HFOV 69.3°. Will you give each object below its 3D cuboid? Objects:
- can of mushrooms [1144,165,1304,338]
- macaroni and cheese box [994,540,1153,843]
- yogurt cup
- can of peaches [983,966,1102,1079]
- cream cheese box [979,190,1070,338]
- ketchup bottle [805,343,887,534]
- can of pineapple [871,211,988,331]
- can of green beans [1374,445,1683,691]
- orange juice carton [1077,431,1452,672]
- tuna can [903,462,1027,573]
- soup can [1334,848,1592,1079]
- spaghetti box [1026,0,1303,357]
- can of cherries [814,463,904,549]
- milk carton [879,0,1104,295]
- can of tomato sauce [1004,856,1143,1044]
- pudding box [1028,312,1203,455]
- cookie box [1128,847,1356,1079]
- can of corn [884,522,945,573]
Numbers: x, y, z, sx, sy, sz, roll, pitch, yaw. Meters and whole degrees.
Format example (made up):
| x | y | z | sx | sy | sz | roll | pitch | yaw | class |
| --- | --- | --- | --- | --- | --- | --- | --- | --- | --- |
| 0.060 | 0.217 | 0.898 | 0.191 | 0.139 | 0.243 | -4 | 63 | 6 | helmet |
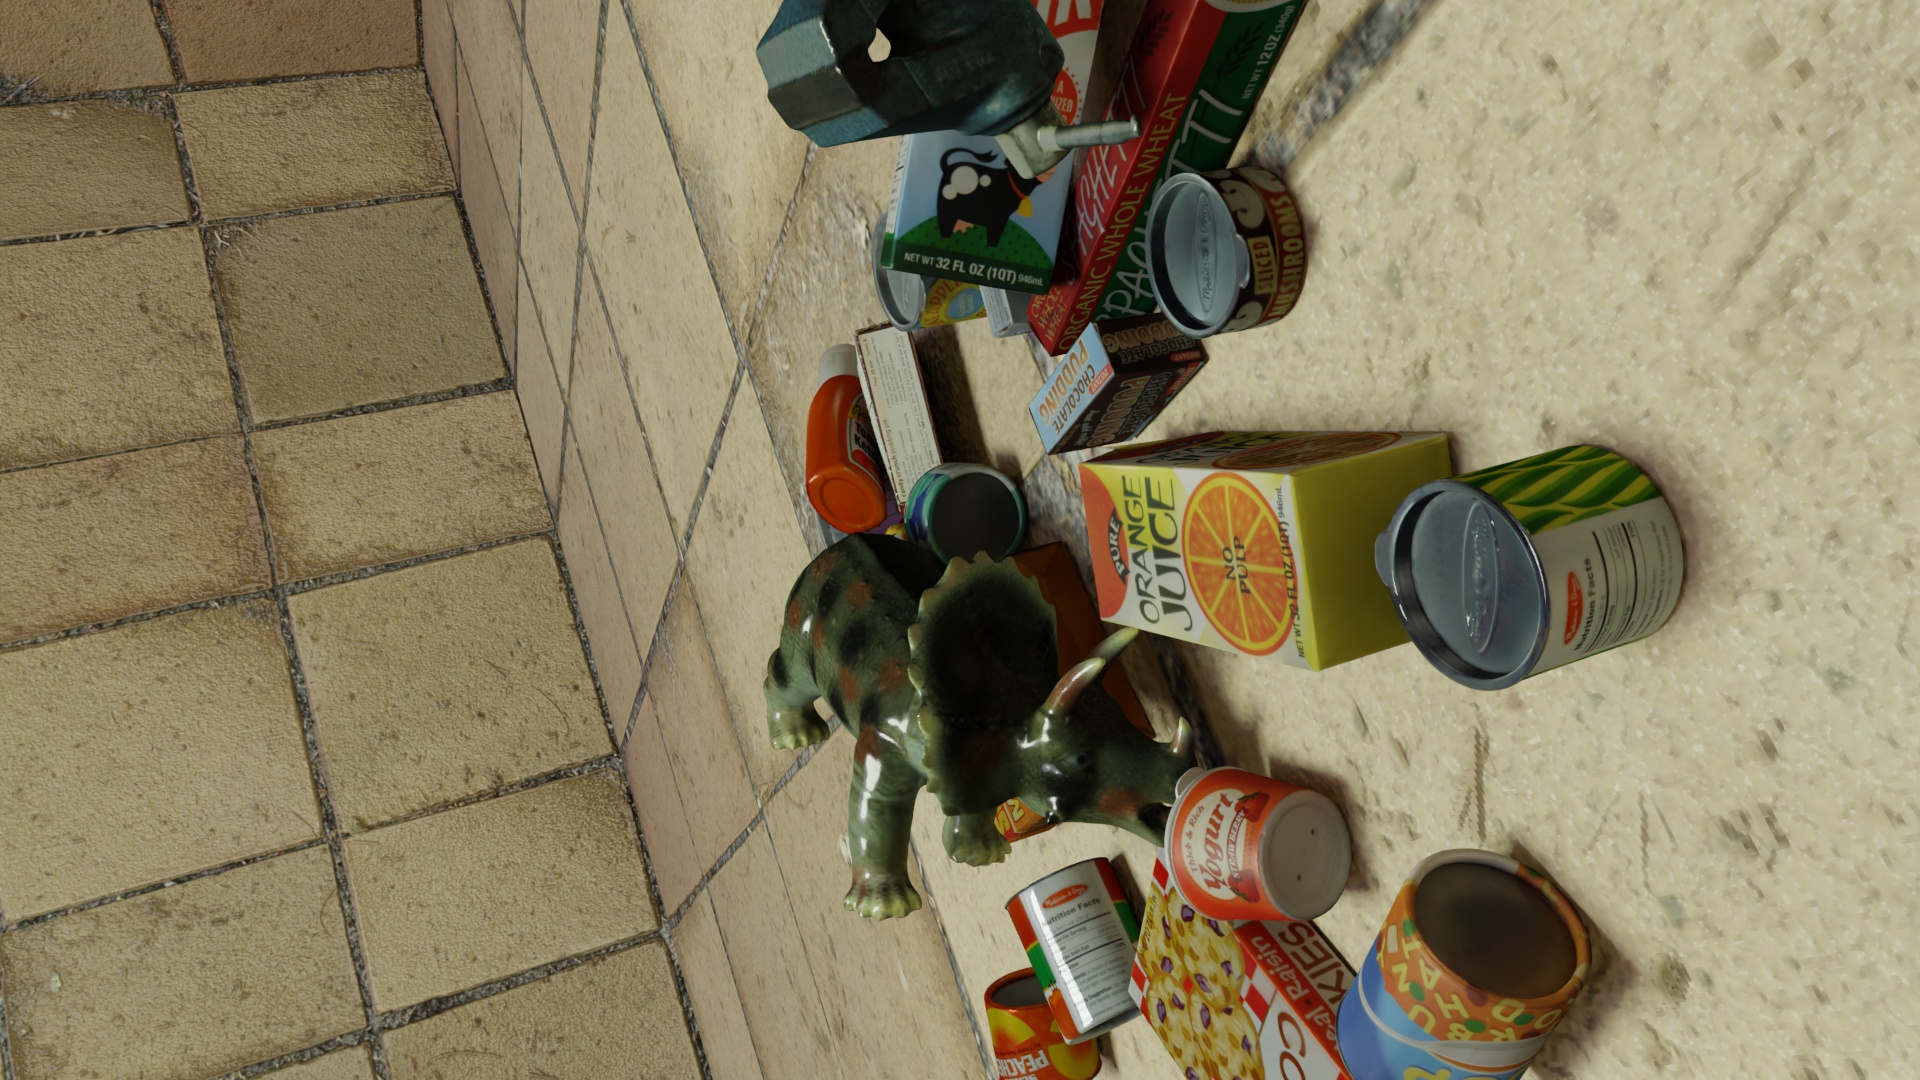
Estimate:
| x | y | z | sx | sy | sz | roll | pitch | yaw | class |
| --- | --- | --- | --- | --- | --- | --- | --- | --- | --- |
| 0.107 | -0.116 | 0.559 | 0.071 | 0.033 | 0.070 | 43 | 139 | 53 | can of mushrooms |
| 0.042 | 0.094 | 0.814 | 0.124 | 0.040 | 0.165 | 67 | 155 | 21 | macaroni and cheese box |
| 0.131 | 0.134 | 0.602 | 0.054 | 0.072 | 0.072 | -11 | 93 | 59 | yogurt cup |
| 0.050 | 0.308 | 0.873 | 0.071 | 0.071 | 0.058 | 0 | 101 | 66 | can of peaches |
| 0.030 | -0.155 | 0.688 | 0.024 | 0.053 | 0.104 | -21 | 83 | 65 | cream cheese box |
| -0.078 | -0.075 | 0.935 | 0.064 | 0.043 | 0.149 | 54 | -160 | -40 | ketchup bottle |
| -0.010 | -0.152 | 0.776 | 0.071 | 0.058 | 0.070 | 45 | 142 | 51 | can of pineapple |
| 0.177 | 0.007 | 0.432 | 0.071 | 0.058 | 0.071 | 44 | 141 | 51 | can of green beans |
| 0.108 | -0.003 | 0.566 | 0.192 | 0.073 | 0.071 | 10 | 112 | 66 | orange juice carton |
| 0.003 | -0.010 | 0.810 | 0.033 | 0.071 | 0.071 | 7 | 109 | 65 | tuna can |
| 0.180 | 0.164 | 0.499 | 0.071 | 0.071 | 0.083 | 55 | 148 | 41 | soup can |
| 0.084 | -0.165 | 0.564 | 0.248 | 0.050 | 0.029 | 112 | 140 | -54 | spaghetti box |
| -0.064 | -0.021 | 0.973 | 0.071 | 0.058 | 0.071 | 167 | 89 | -68 | can of cherries |
| 0.017 | -0.208 | 0.609 | 0.073 | 0.072 | 0.190 | -122 | 41 | -77 | milk carton |
| 0.072 | 0.233 | 0.788 | 0.083 | 0.071 | 0.070 | 64 | 154 | 26 | can of tomato sauce |
| 0.071 | -0.072 | 0.645 | 0.083 | 0.050 | 0.030 | 130 | 125 | -61 | pudding box |
| 0.144 | 0.234 | 0.654 | 0.168 | 0.040 | 0.122 | 51 | 146 | 45 | cookie box |
| -0.010 | 0.015 | 0.865 | 0.071 | 0.058 | 0.070 | 44 | 141 | 51 | can of corn |
